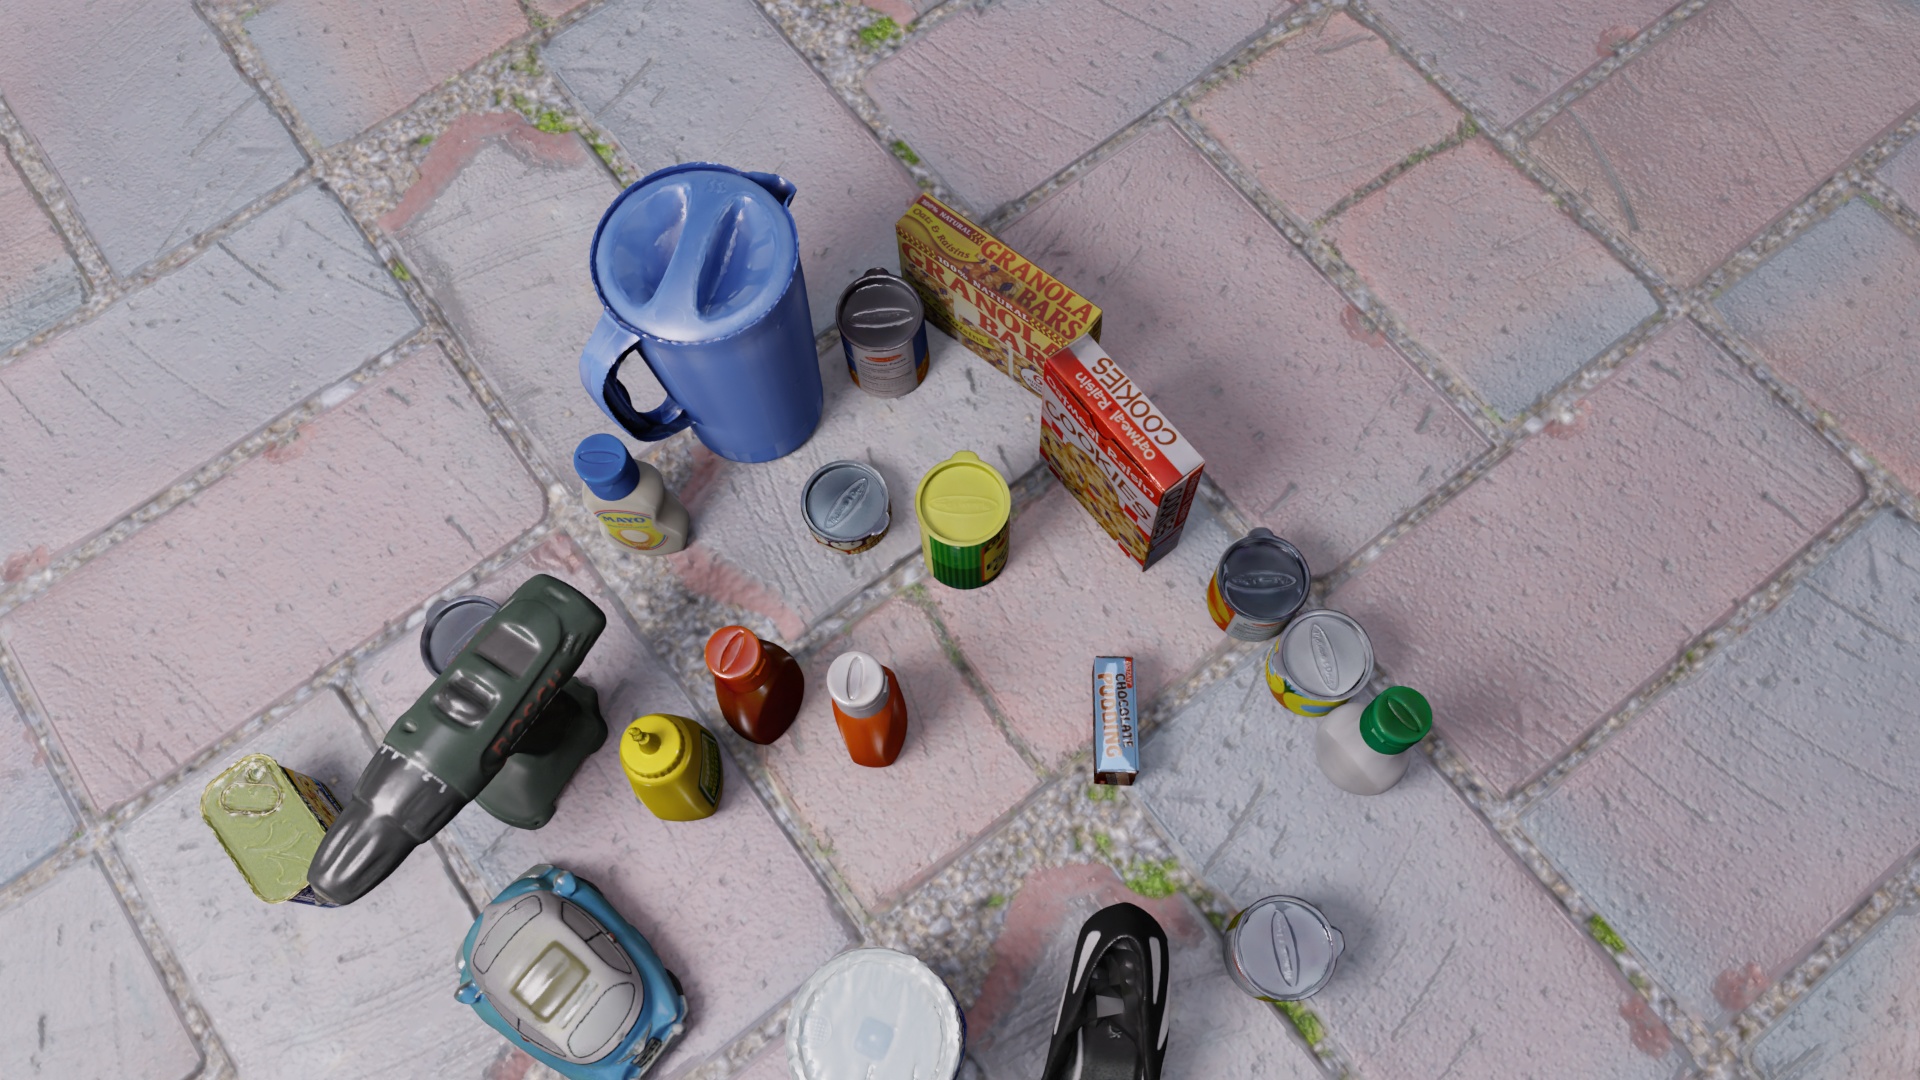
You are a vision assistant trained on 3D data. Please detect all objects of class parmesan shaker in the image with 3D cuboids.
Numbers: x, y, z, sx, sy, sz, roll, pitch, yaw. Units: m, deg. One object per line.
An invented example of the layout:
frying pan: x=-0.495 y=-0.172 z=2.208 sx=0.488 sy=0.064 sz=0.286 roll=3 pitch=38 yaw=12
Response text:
parmesan shaker: x=0.004 y=-0.013 z=1.004 sx=0.071 sy=0.102 sz=0.071 roll=-1 pitch=70 yaw=2

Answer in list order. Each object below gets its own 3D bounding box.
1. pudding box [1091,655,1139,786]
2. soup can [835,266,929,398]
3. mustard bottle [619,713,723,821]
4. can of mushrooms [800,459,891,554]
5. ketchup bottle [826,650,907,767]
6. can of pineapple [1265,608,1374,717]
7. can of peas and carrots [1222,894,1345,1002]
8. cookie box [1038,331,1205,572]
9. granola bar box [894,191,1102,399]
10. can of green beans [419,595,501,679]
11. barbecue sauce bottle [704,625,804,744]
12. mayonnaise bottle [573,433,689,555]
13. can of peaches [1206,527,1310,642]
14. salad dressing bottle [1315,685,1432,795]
pudding box: x=0.109 y=0.127 z=0.978 sx=0.030 sy=0.049 sz=0.084 roll=0 pitch=70 yaw=2
soup can: x=-0.058 y=-0.158 z=1.069 sx=0.071 sy=0.083 sz=0.071 roll=-1 pitch=70 yaw=2
mustard bottle: x=-0.194 y=0.146 z=0.921 sx=0.049 sy=0.159 sz=0.065 roll=-3 pitch=70 yaw=1
can of mushrooms: x=-0.084 y=-0.023 z=1.047 sx=0.071 sy=0.033 sz=0.071 roll=-1 pitch=70 yaw=2
ketchup bottle: x=-0.062 y=0.110 z=0.937 sx=0.043 sy=0.148 sz=0.065 roll=4 pitch=71 yaw=3
can of pineapple: x=0.251 y=0.087 z=0.983 sx=0.071 sy=0.057 sz=0.071 roll=-1 pitch=70 yaw=2
can of peas and carrots: x=0.212 y=0.270 z=0.918 sx=0.071 sy=0.058 sz=0.071 roll=-1 pitch=70 yaw=2
cookie box: x=0.109 y=-0.057 z=0.983 sx=0.040 sy=0.167 sz=0.123 roll=-37 pitch=73 yaw=-11
granola bar box: x=0.029 y=-0.177 z=1.052 sx=0.166 sy=0.124 sz=0.039 roll=37 pitch=76 yaw=14
can of green beans: x=-0.347 y=0.079 z=1.005 sx=0.071 sy=0.057 sz=0.071 roll=-1 pitch=70 yaw=2
barbecue sauce bottle: x=-0.141 y=0.095 z=0.945 sx=0.044 sy=0.148 sz=0.065 roll=23 pitch=73 yaw=10
mayonnaise bottle: x=-0.239 y=-0.031 z=0.994 sx=0.065 sy=0.147 sz=0.041 roll=2 pitch=71 yaw=3
can of peaches: x=0.214 y=0.033 z=1.004 sx=0.071 sy=0.058 sz=0.071 roll=-1 pitch=70 yaw=2
salad dressing bottle: x=0.274 y=0.131 z=0.919 sx=0.044 sy=0.147 sz=0.064 roll=-37 pitch=73 yaw=-10
